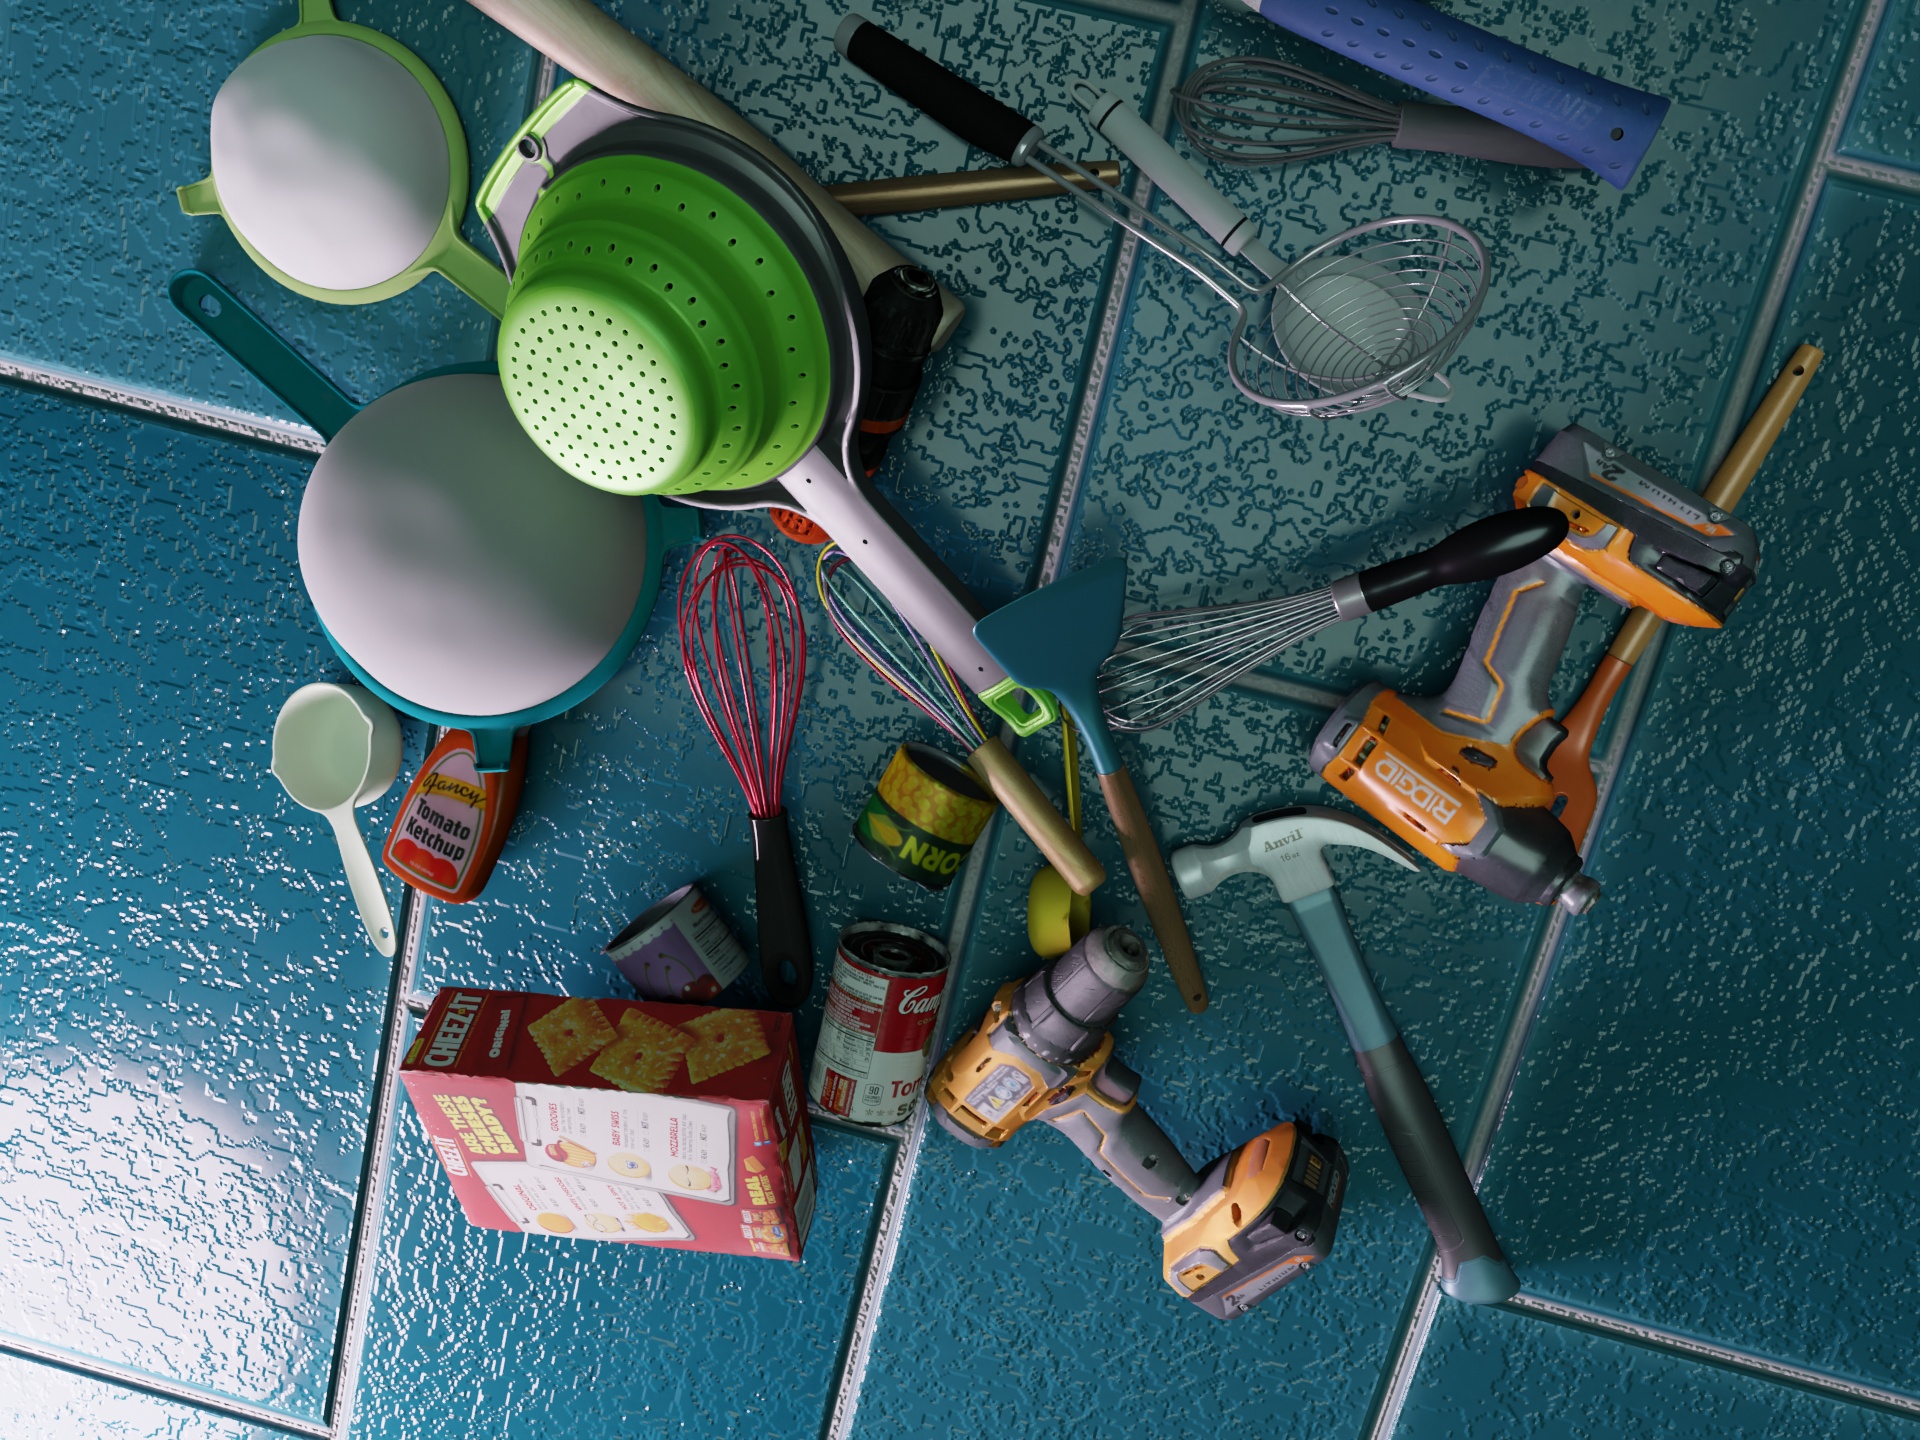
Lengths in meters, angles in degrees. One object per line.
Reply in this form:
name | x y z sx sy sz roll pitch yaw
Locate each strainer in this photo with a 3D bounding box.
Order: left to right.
strainer | -0.323 -0.142 0.870 0.340 0.095 0.211 41 93 3
strainer | -0.310 -0.272 0.866 0.256 0.069 0.151 39 104 -2
strainer | 0.153 -0.248 0.835 0.258 0.050 0.087 44 71 2

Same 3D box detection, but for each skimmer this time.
skimmer | 0.083 -0.268 0.779 0.363 0.090 0.127 36 77 11

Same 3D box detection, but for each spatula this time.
spatula | -0.072 -0.284 0.863 0.316 0.018 0.059 -2 100 8
spatula | 0.090 0.051 0.860 0.082 0.044 0.317 -25 120 -3
spatula | 0.367 -0.054 0.855 0.081 0.041 0.322 33 104 24

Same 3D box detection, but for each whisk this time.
whisk | -0.115 0.036 0.926 0.073 0.073 0.295 -3 109 7
whisk | 0.000 -0.004 0.886 0.047 0.051 0.245 -39 84 4
whisk | 0.175 -0.055 0.836 0.284 0.070 0.070 -20 100 26
whisk | 0.225 -0.305 0.811 0.239 0.055 0.055 6 104 1

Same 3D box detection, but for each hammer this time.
hammer | -0.160 -0.342 0.839 0.410 0.038 0.146 39 102 0
hammer | 0.141 -0.362 0.761 0.405 0.035 0.144 28 111 9
hammer | 0.247 0.200 0.932 0.128 0.033 0.331 -24 100 12

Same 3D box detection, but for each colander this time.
colander | -0.099 -0.119 0.786 0.397 0.094 0.204 47 132 -14

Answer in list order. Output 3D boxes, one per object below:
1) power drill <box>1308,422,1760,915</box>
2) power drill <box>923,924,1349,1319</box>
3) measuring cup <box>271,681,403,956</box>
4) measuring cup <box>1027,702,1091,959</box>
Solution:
power drill | 0.310 -0.019 0.827 0.164 0.084 0.226 40 107 24
power drill | 0.111 0.223 0.905 0.226 0.084 0.185 36 129 -1
measuring cup | -0.353 0.058 0.944 0.083 0.038 0.167 -22 84 22
measuring cup | 0.054 0.062 0.918 0.029 0.062 0.156 -2 92 17
